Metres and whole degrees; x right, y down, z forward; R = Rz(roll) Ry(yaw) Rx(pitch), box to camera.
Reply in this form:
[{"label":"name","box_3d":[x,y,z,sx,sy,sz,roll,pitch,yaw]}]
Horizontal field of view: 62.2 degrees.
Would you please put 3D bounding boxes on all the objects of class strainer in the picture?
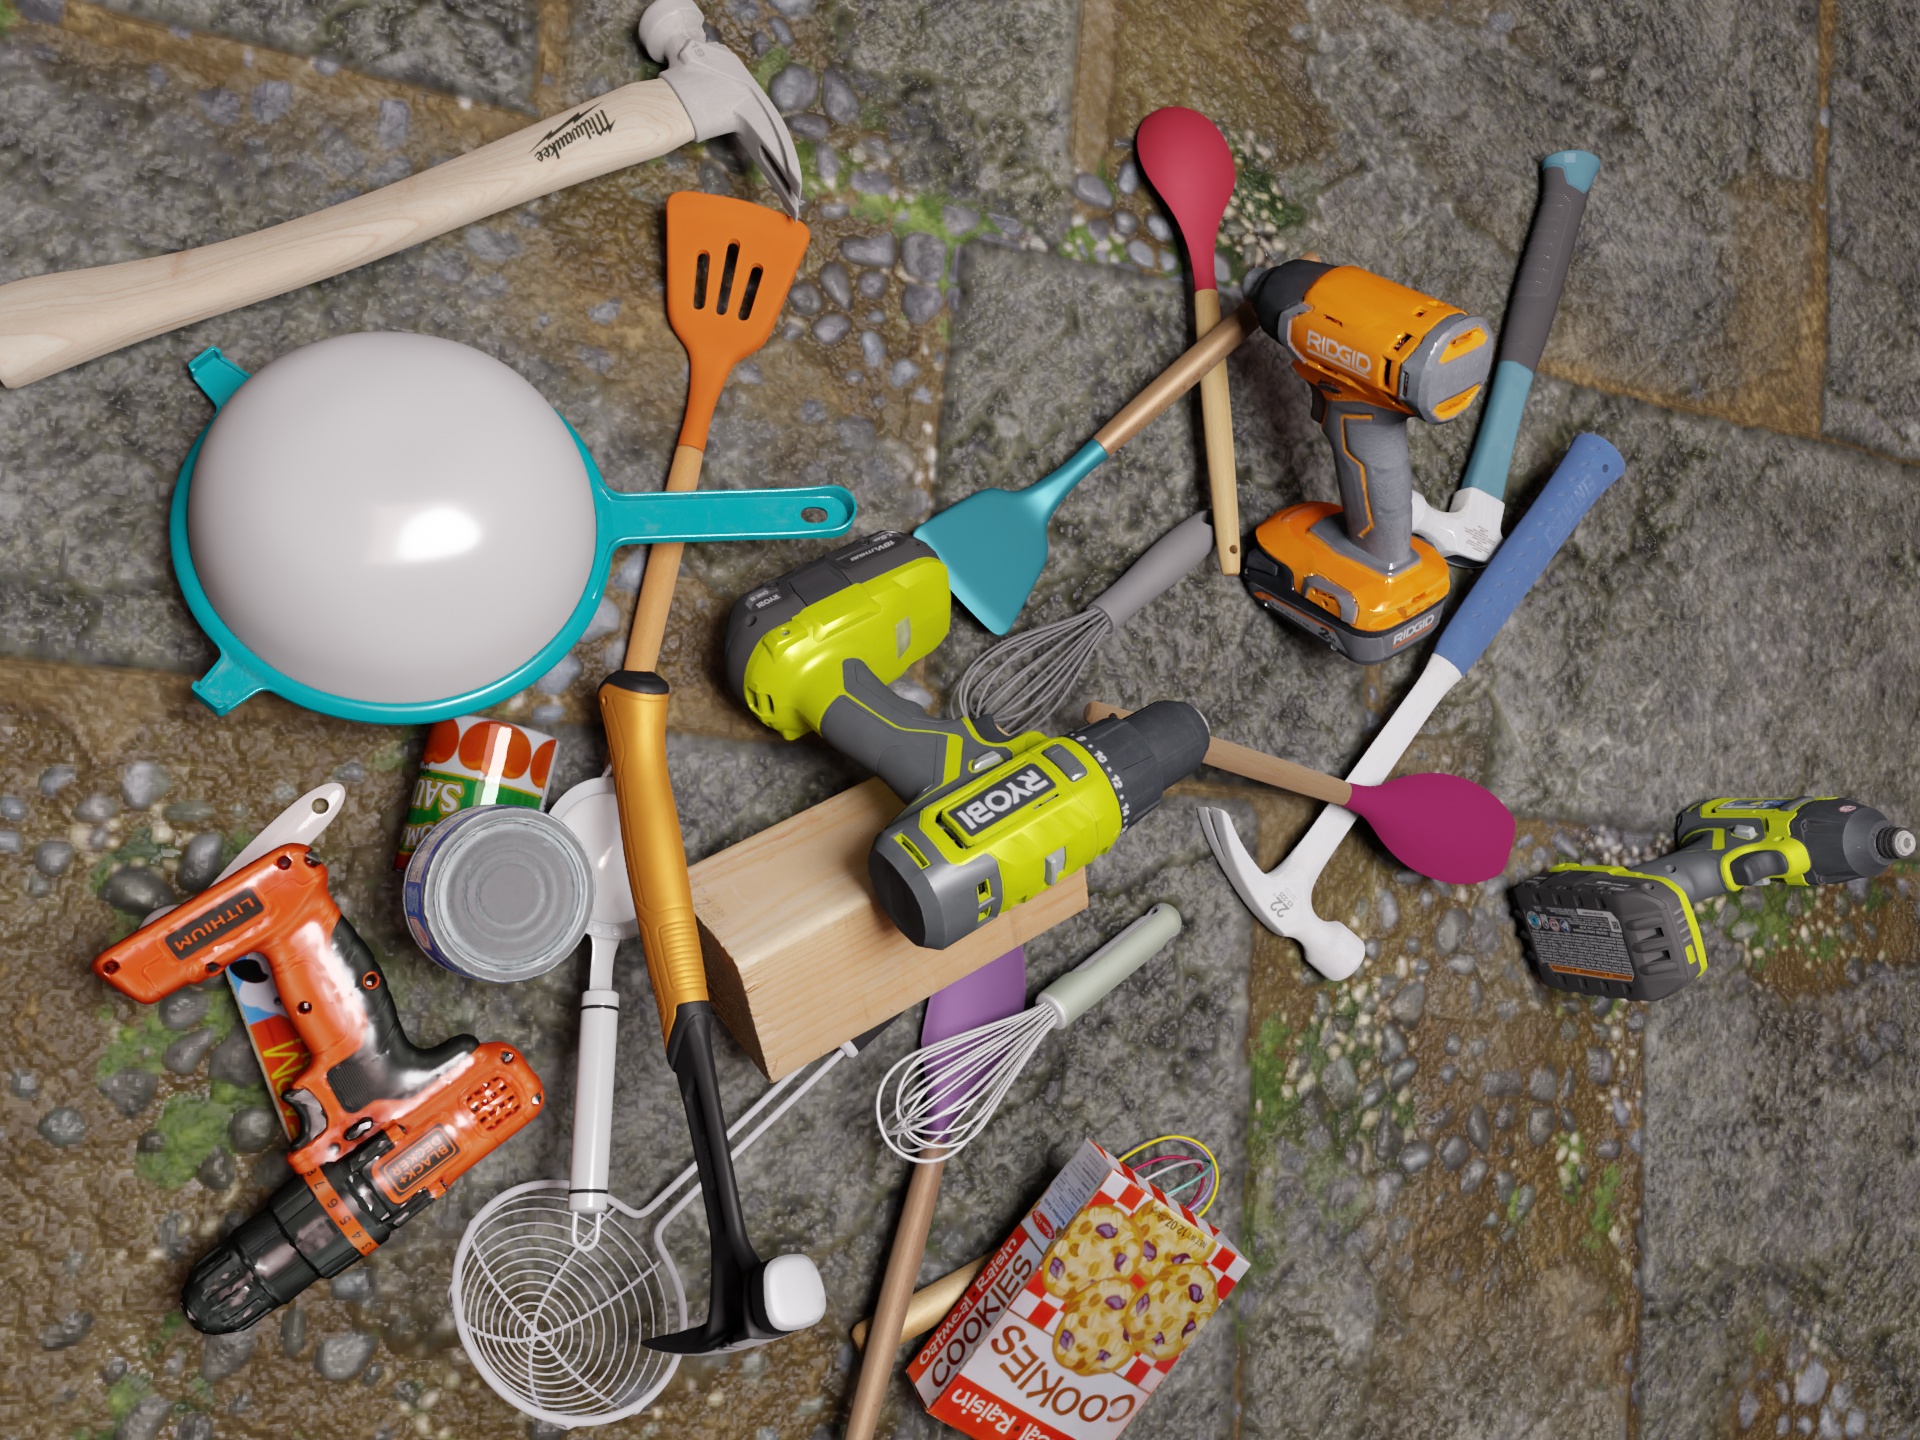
[{"label":"strainer","box_3d":[-0.211,-0.115,0.786,0.340,0.095,0.211,-4,71,-17]},{"label":"strainer","box_3d":[-0.187,0.137,0.817,0.086,0.050,0.259,18,61,-40]}]

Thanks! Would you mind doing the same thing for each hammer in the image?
[{"label":"hammer","box_3d":[0.312,-0.032,1.051,0.144,0.035,0.405,41,78,-15]},{"label":"hammer","box_3d":[-0.140,0.133,0.782,0.034,0.127,0.337,2,64,-38]},{"label":"hammer","box_3d":[0.396,-0.261,1.128,0.128,0.033,0.331,23,77,-19]},{"label":"hammer","box_3d":[-0.282,-0.254,0.816,0.410,0.038,0.146,-28,74,-20]}]

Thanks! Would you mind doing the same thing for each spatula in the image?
[{"label":"spatula","box_3d":[-0.155,-0.129,0.877,0.081,0.041,0.323,12,82,-8]},{"label":"spatula","box_3d":[0.108,-0.183,0.972,0.317,0.044,0.082,-42,97,-6]},{"label":"spatula","box_3d":[-0.019,0.265,0.903,0.059,0.018,0.316,22,71,-16]}]

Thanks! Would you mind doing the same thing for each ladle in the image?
[{"label":"ladle","box_3d":[0.157,-0.247,1.014,0.069,0.031,0.315,-2,83,-20]}]

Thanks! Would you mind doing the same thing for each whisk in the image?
[{"label":"whisk","box_3d":[0.046,0.172,0.922,0.246,0.058,0.059,-31,88,-35]},{"label":"whisk","box_3d":[0.084,-0.064,0.975,0.239,0.055,0.055,-40,101,-26]},{"label":"whisk","box_3d":[0.050,0.311,0.931,0.245,0.051,0.047,-22,100,-20]}]

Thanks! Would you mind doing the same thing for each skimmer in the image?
[{"label":"skimmer","box_3d":[-0.104,0.209,0.844,0.363,0.090,0.127,-42,83,-21]}]

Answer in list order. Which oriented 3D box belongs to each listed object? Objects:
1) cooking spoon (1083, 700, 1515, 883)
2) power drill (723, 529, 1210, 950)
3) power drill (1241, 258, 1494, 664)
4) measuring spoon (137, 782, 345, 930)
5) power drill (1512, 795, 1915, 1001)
[{"label":"cooking spoon","box_3d":[0.218,0.039,0.990,0.318,0.017,0.069,17,86,-19]},{"label":"power drill","box_3d":[-0.001,-0.003,0.838,0.190,0.229,0.080,-29,142,-24]},{"label":"power drill","box_3d":[0.229,-0.164,0.960,0.084,0.164,0.226,-28,135,-24]},{"label":"measuring spoon","box_3d":[-0.354,0.076,0.788,0.034,0.018,0.124,47,70,-13]},{"label":"power drill","box_3d":[0.506,0.109,1.074,0.223,0.171,0.080,-20,94,-20]}]
